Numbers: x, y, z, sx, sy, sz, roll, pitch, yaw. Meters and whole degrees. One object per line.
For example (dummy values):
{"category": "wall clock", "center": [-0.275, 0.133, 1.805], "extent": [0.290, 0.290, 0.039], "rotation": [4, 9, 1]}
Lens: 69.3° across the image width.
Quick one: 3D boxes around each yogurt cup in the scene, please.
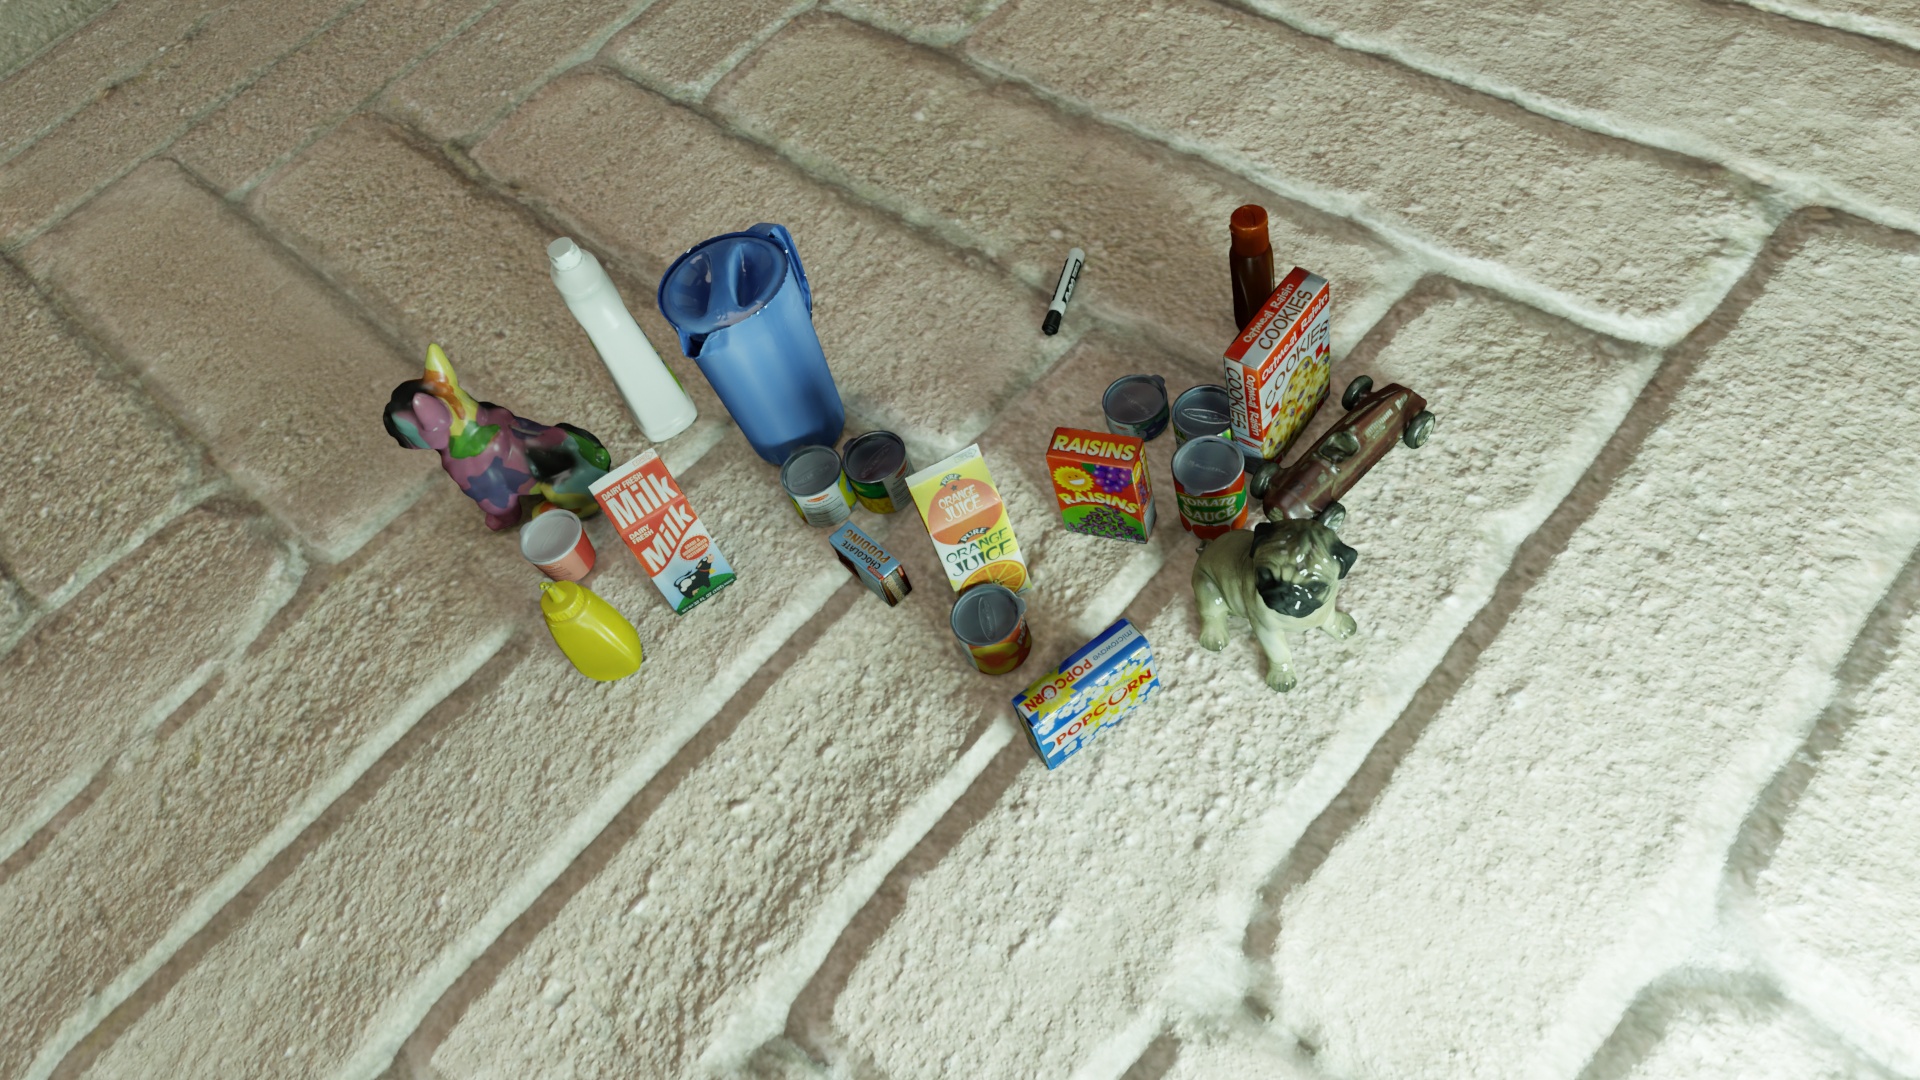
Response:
{"category": "yogurt cup", "center": [-0.420, 0.009, 1.461], "extent": [0.072, 0.053, 0.073], "rotation": [-7, 54, 11]}

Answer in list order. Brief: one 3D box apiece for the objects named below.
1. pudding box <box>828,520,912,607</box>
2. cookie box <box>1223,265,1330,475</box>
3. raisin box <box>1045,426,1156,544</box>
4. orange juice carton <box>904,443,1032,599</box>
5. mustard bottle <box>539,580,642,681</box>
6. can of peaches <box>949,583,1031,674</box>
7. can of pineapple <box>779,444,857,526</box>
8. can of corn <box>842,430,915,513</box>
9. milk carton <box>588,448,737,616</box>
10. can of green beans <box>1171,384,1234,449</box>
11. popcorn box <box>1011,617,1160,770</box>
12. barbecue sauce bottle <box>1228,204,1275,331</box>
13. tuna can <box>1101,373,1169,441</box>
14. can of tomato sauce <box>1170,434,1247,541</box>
{"category": "pudding box", "center": [-0.089, 0.023, 1.364], "extent": [0.030, 0.049, 0.084], "rotation": [-42, 56, -15]}
{"category": "cookie box", "center": [0.300, -0.156, 1.308], "extent": [0.040, 0.166, 0.123], "rotation": [28, 67, 30]}
{"category": "raisin box", "center": [0.135, -0.052, 1.309], "extent": [0.086, 0.123, 0.040], "rotation": [10, 60, 22]}
{"category": "orange juice carton", "center": [0.005, -0.016, 1.276], "extent": [0.072, 0.191, 0.073], "rotation": [-25, 53, -2]}
{"category": "mustard bottle", "center": [-0.361, 0.079, 1.330], "extent": [0.065, 0.159, 0.049], "rotation": [-15, 54, 5]}
{"category": "can of peaches", "center": [0.031, 0.082, 1.284], "extent": [0.071, 0.057, 0.071], "rotation": [-7, 55, 11]}
{"category": "can of pineapple", "center": [-0.146, -0.057, 1.430], "extent": [0.071, 0.057, 0.071], "rotation": [-7, 55, 11]}
{"category": "can of corn", "center": [-0.083, -0.070, 1.422], "extent": [0.071, 0.058, 0.071], "rotation": [-7, 55, 11]}
{"category": "milk carton", "center": [-0.294, -0.016, 1.359], "extent": [0.072, 0.189, 0.074], "rotation": [-34, 54, -9]}
{"category": "can of green beans", "center": [0.242, -0.110, 1.360], "extent": [0.071, 0.057, 0.071], "rotation": [-7, 55, 11]}
{"category": "popcorn box", "center": [0.111, 0.134, 1.209], "extent": [0.127, 0.085, 0.038], "rotation": [-35, 54, -10]}
{"category": "barbecue sauce bottle", "center": [0.295, -0.273, 1.404], "extent": [0.043, 0.148, 0.065], "rotation": [-14, 54, 6]}
{"category": "tuna can", "center": [0.181, -0.136, 1.411], "extent": [0.071, 0.032, 0.071], "rotation": [-7, 54, 10]}
{"category": "can of tomato sauce", "center": [0.234, -0.047, 1.303], "extent": [0.071, 0.082, 0.071], "rotation": [-7, 55, 11]}
